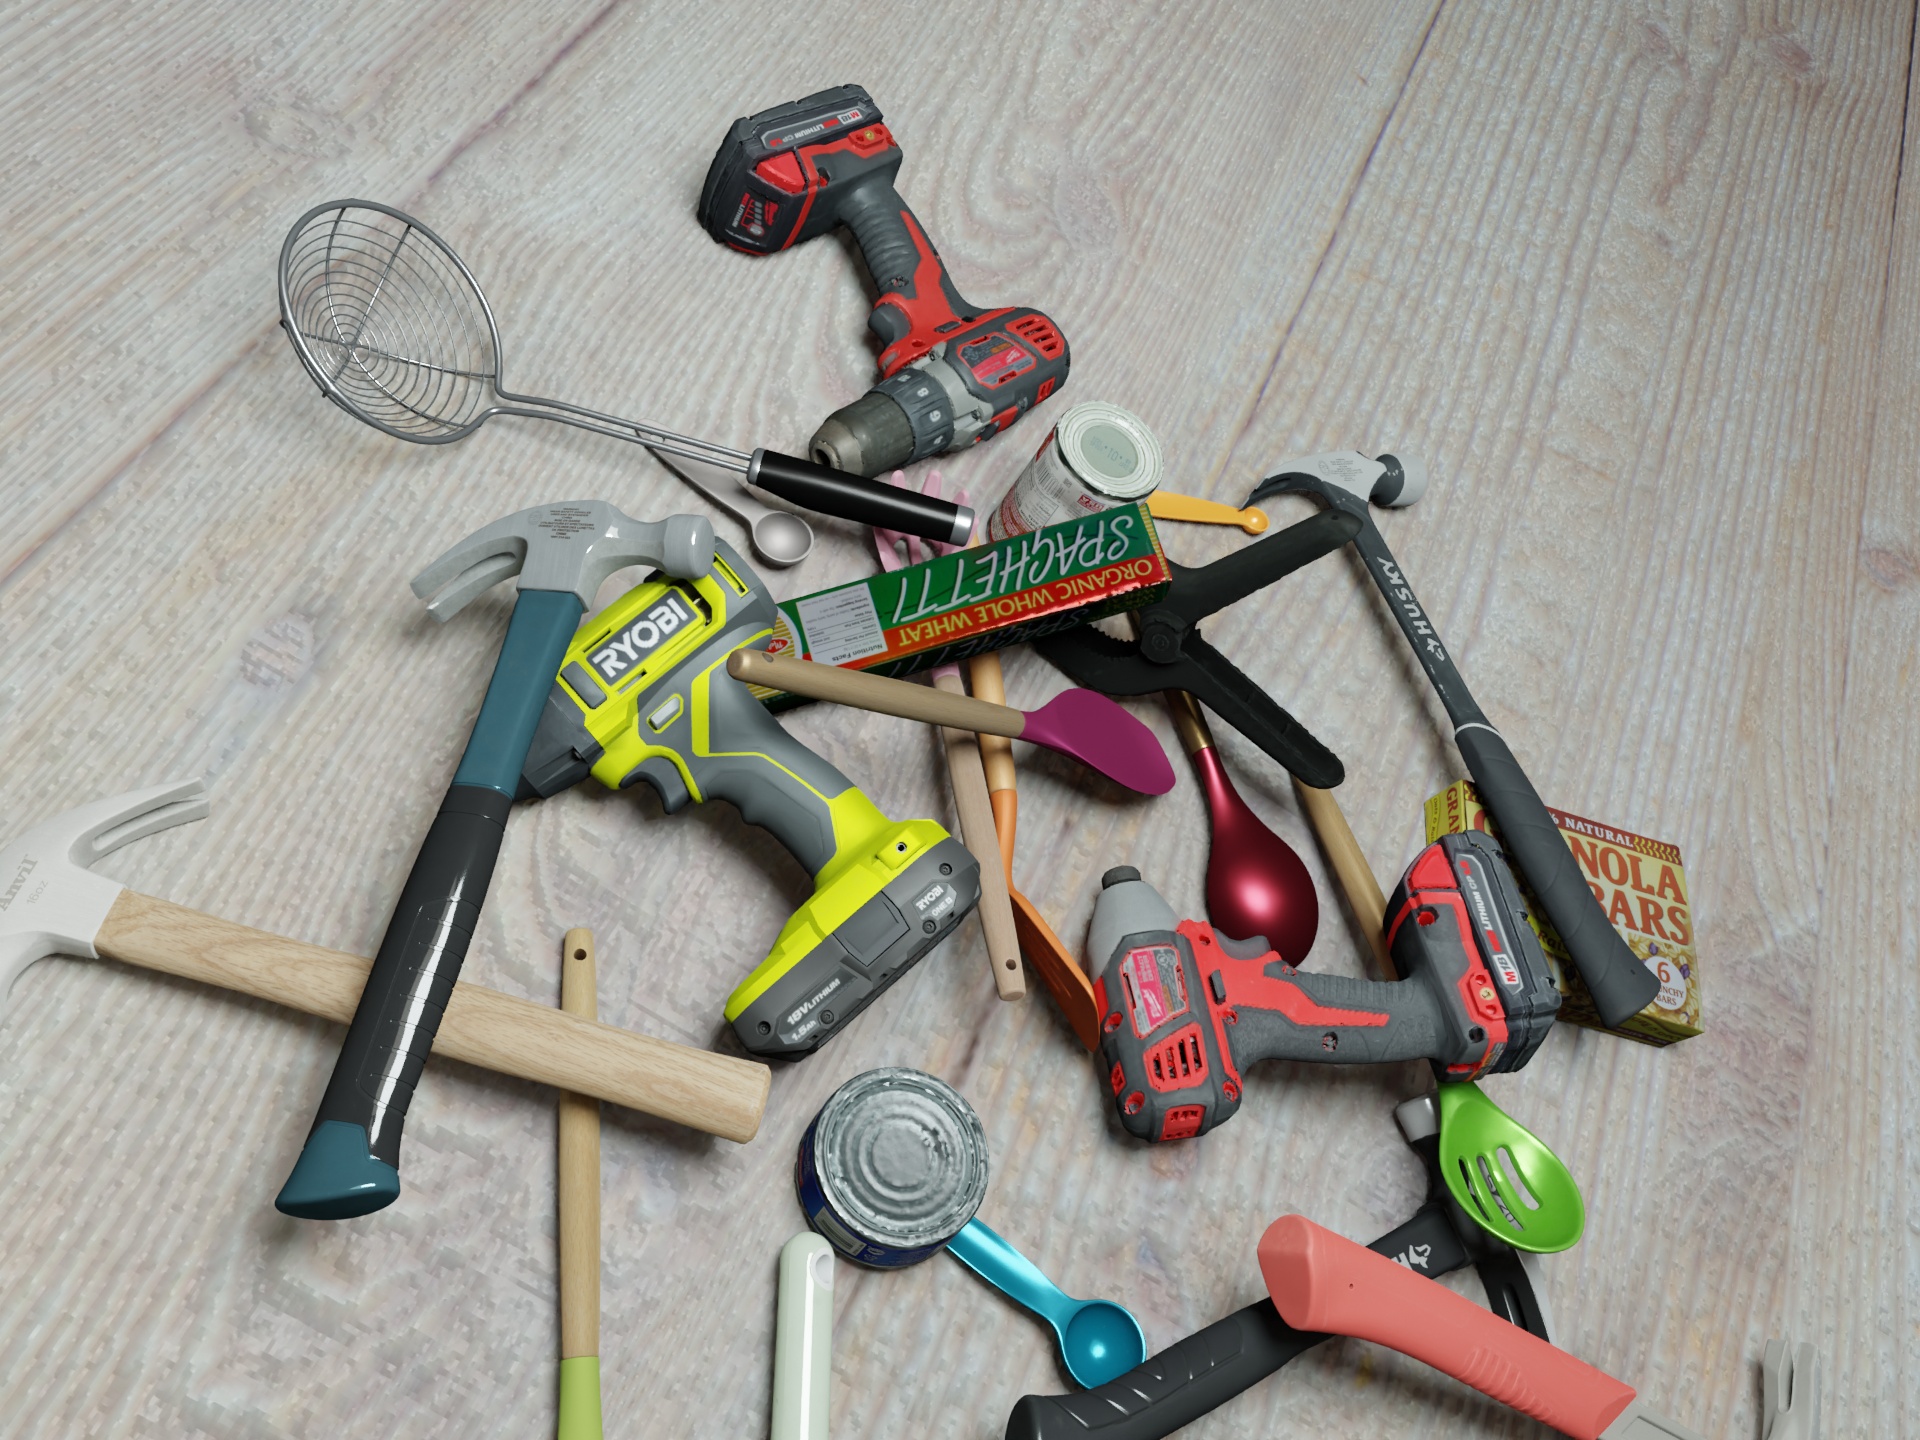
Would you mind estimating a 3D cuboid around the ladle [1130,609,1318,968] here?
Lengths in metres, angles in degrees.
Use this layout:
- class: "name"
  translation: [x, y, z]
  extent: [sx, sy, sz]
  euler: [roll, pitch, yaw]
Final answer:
- class: "ladle"
  translation: [0.133, -0.004, 0.928]
  extent: [0.069, 0.031, 0.316]
  euler: [-10, 67, -23]

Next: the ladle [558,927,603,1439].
- class: "ladle"
  translation: [-0.155, 0.232, 0.654]
  extent: [0.078, 0.062, 0.320]
  euler: [3, 60, -18]

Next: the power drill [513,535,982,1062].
- class: "power drill"
  translation: [-0.113, 0.045, 0.749]
  extent: [0.171, 0.080, 0.223]
  euler: [-40, 81, -11]

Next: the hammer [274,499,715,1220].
- class: "hammer"
  translation: [-0.205, 0.044, 0.670]
  extent: [0.128, 0.033, 0.331]
  euler: [5, 60, 11]

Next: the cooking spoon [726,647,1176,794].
- class: "cooking spoon"
  translation: [0.010, -0.002, 0.793]
  extent: [0.318, 0.017, 0.069]
  euler: [12, 45, -47]

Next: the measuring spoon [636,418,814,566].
- class: "measuring spoon"
  translation: [-0.133, -0.125, 0.882]
  extent: [0.124, 0.018, 0.034]
  euler: [39, 55, 8]

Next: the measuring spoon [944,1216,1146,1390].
- class: "measuring spoon"
  translation: [0.029, 0.267, 0.745]
  extent: [0.128, 0.021, 0.042]
  euler: [36, 53, 9]

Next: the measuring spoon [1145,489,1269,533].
- class: "measuring spoon"
  translation: [0.142, -0.132, 1.011]
  extent: [0.117, 0.011, 0.021]
  euler: [6, 57, -17]

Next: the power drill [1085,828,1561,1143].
- class: "power drill"
  translation: [0.175, 0.128, 0.814]
  extent: [0.219, 0.078, 0.143]
  euler: [-8, 55, -5]

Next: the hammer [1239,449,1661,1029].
- class: "hammer"
  translation: [0.301, -0.006, 0.958]
  extent: [0.149, 0.036, 0.409]
  euler: [-3, 57, -29]

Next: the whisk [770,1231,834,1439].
- class: "whisk"
  translation: [-0.068, 0.334, 0.648]
  extent: [0.057, 0.059, 0.247]
  euler: [40, 40, -46]

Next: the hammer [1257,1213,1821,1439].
- class: "hammer"
  translation: [0.291, 0.315, 0.773]
  extent: [0.358, 0.037, 0.149]
  euler: [32, 63, -19]

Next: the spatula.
- class: "spatula"
  translation: [0.029, 0.018, 0.855]
  extent: [0.041, 0.081, 0.323]
  euler: [-7, 60, 0]

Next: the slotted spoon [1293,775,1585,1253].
- class: "slotted spoon"
  translation: [0.244, 0.142, 0.869]
  extent: [0.070, 0.031, 0.314]
  euler: [-5, 55, -21]

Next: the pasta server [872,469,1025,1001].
- class: "pasta server"
  translation: [-0.001, -0.003, 0.833]
  extent: [0.060, 0.040, 0.317]
  euler: [-2, 55, -14]

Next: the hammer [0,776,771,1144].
- class: "hammer"
  translation: [-0.242, 0.116, 0.671]
  extent: [0.331, 0.031, 0.130]
  euler: [17, 55, -7]

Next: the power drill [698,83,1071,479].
- class: "power drill"
  translation: [-0.061, -0.251, 0.944]
  extent: [0.188, 0.080, 0.227]
  euler: [-34, 84, -33]

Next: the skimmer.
- class: "skimmer"
  translation: [-0.161, -0.166, 0.823]
  extent: [0.363, 0.090, 0.127]
  euler: [15, 56, -7]

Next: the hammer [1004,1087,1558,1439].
- class: "hammer"
  translation: [0.158, 0.292, 0.755]
  extent: [0.334, 0.035, 0.146]
  euler: [-12, 69, -35]
